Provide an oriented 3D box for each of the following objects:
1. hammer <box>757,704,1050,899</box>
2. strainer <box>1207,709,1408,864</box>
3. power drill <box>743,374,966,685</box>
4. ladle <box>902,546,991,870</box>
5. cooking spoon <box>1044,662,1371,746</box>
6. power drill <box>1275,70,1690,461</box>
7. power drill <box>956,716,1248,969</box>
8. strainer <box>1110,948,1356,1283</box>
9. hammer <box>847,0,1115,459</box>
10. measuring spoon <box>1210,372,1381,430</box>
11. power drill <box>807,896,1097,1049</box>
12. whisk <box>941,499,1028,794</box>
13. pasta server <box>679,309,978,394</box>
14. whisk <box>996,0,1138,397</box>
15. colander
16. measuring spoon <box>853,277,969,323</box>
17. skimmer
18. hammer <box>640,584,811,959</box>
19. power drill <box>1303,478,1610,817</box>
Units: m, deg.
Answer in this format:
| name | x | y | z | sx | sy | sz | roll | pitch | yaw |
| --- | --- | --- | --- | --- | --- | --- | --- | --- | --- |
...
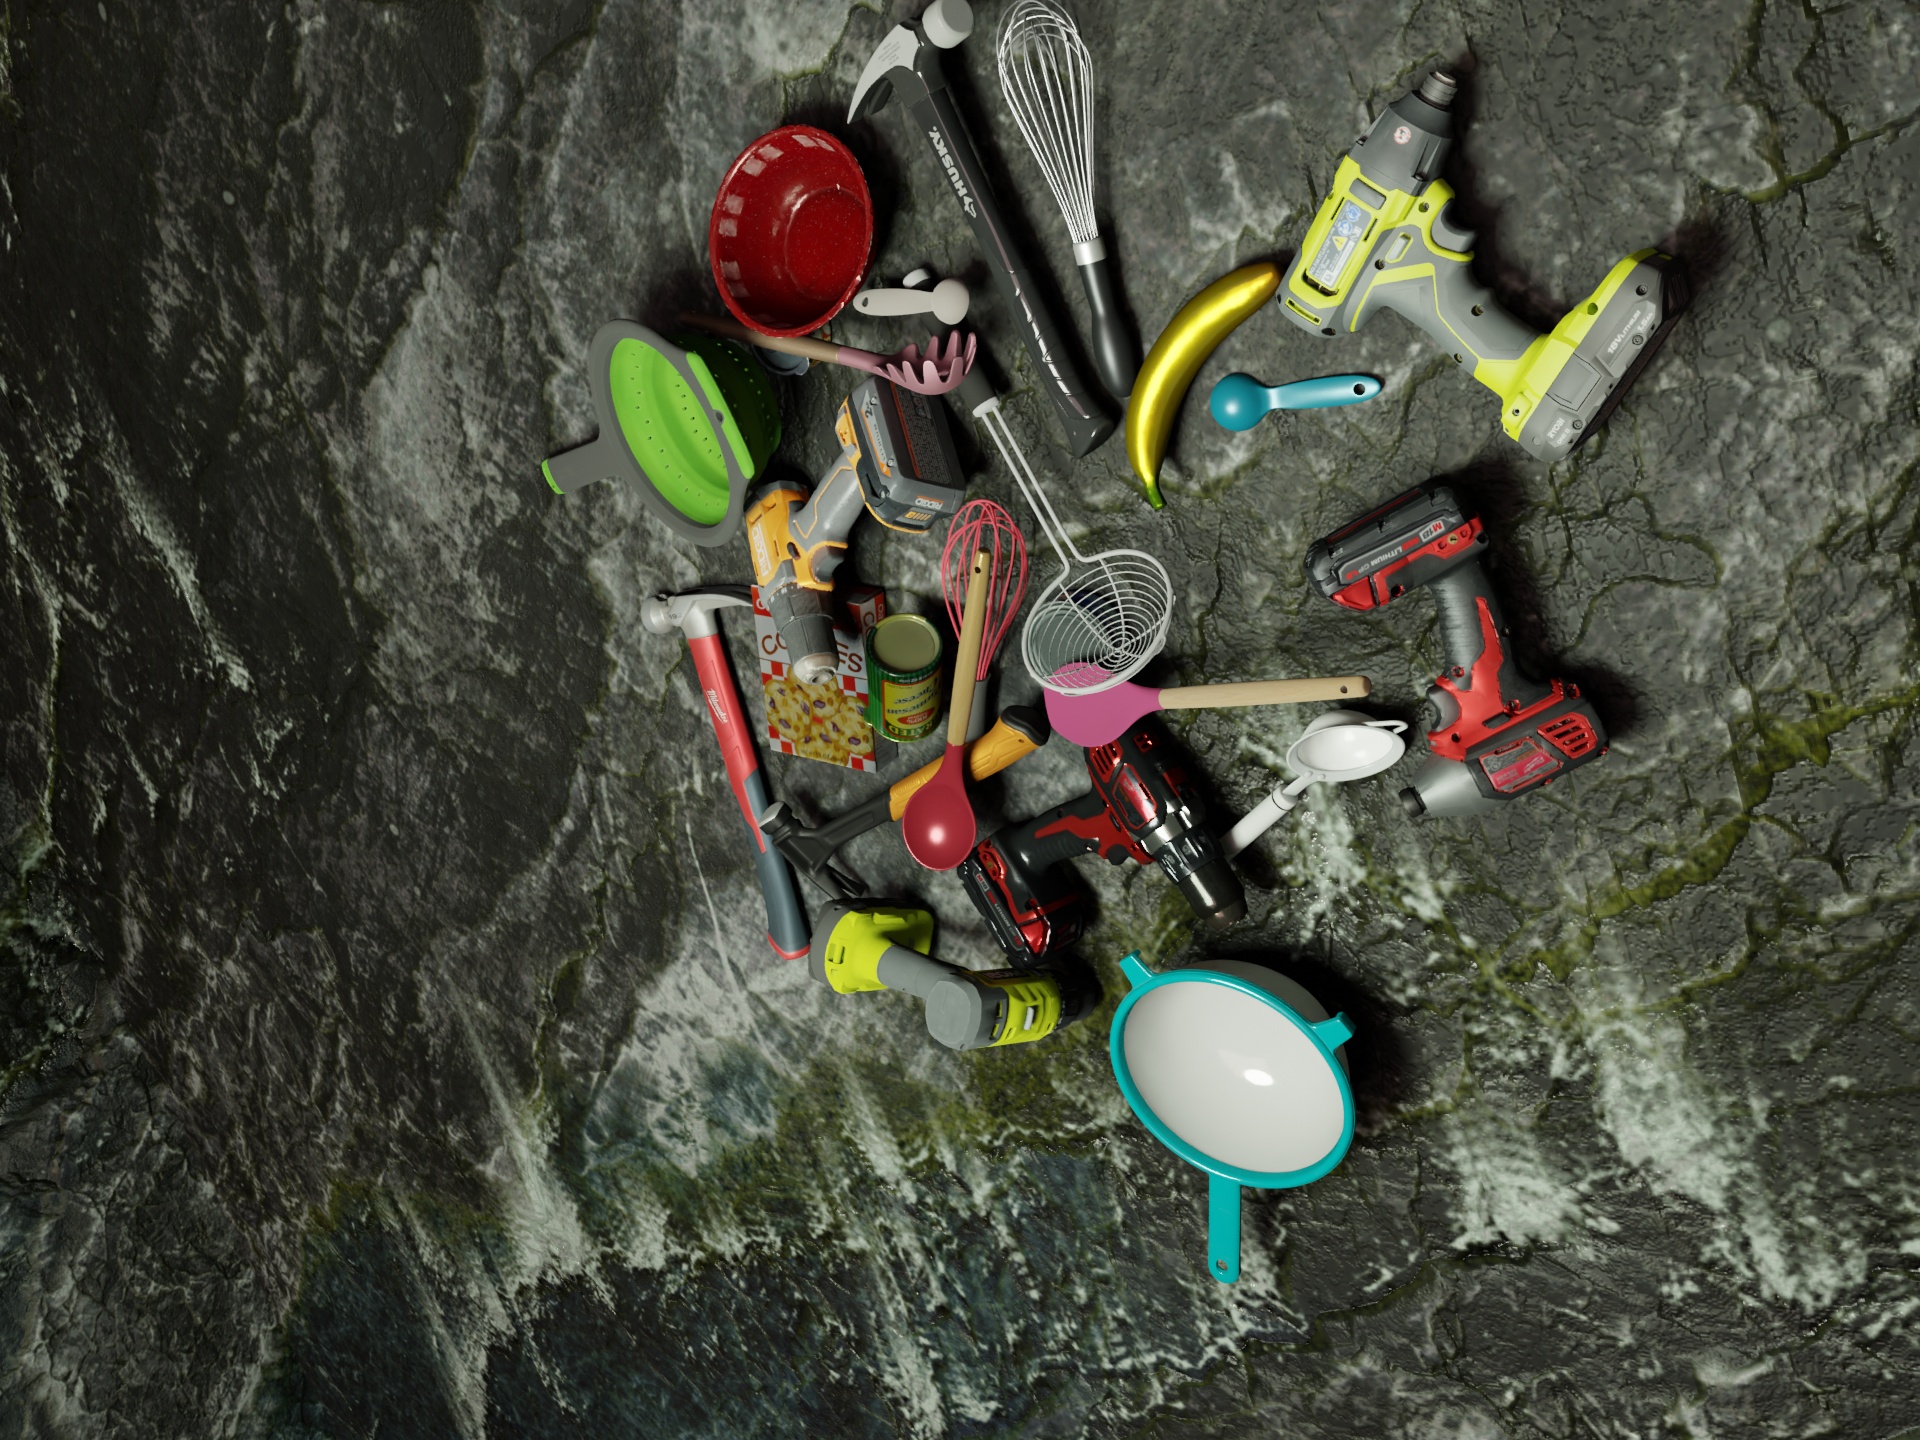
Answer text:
| name | x | y | z | sx | sy | sz | roll | pitch | yaw |
| --- | --- | --- | --- | --- | --- | --- | --- | --- | --- |
| hammer | -0.040 | 0.072 | 1.416 | 0.127 | 0.034 | 0.337 | 46 | 133 | -16 |
| strainer | 0.255 | 0.053 | 1.232 | 0.086 | 0.050 | 0.258 | 14 | 140 | -23 |
| power drill | -0.093 | -0.152 | 1.310 | 0.226 | 0.084 | 0.185 | -37 | 59 | 41 |
| ladle | -0.002 | -0.004 | 1.296 | 0.069 | 0.031 | 0.315 | 21 | 128 | 16 |
| cooking spoon | 0.171 | -0.017 | 1.179 | 0.319 | 0.017 | 0.069 | -3 | 100 | 52 |
| power drill | 0.327 | -0.281 | 0.995 | 0.223 | 0.080 | 0.171 | 39 | 129 | 17 |
| power drill | 0.121 | 0.125 | 1.321 | 0.226 | 0.080 | 0.188 | -42 | 74 | 37 |
| strainer | 0.241 | 0.329 | 1.345 | 0.211 | 0.095 | 0.340 | 13 | 124 | 28 |
| hammer | 0.026 | -0.349 | 1.182 | 0.146 | 0.035 | 0.334 | -7 | 115 | 57 |
| measuring spoon | 0.232 | -0.227 | 1.120 | 0.129 | 0.021 | 0.042 | 1 | 113 | 37 |
| power drill | -0.006 | 0.228 | 1.426 | 0.229 | 0.190 | 0.080 | 16 | 97 | 41 |
| whisk | 0.015 | -0.055 | 1.338 | 0.073 | 0.073 | 0.295 | 23 | 130 | 24 |
| pasta server | -0.114 | -0.302 | 1.264 | 0.316 | 0.060 | 0.040 | 21 | 136 | 34 |
| whisk | 0.085 | -0.369 | 1.138 | 0.070 | 0.070 | 0.284 | -2 | 116 | 36 |
| colander | -0.267 | -0.258 | 1.423 | 0.397 | 0.094 | 0.204 | -1 | 119 | 55 |
| measuring spoon | -0.044 | -0.324 | 1.230 | 0.124 | 0.018 | 0.034 | 12 | 103 | 41 |
| skimmer | 0.041 | -0.189 | 1.204 | 0.127 | 0.090 | 0.363 | -30 | 85 | 17 |
| hammer | -0.198 | 0.056 | 1.551 | 0.143 | 0.038 | 0.386 | -3 | 110 | 34 |
| power drill | 0.329 | -0.042 | 1.085 | 0.143 | 0.078 | 0.219 | -29 | 96 | 14 |
